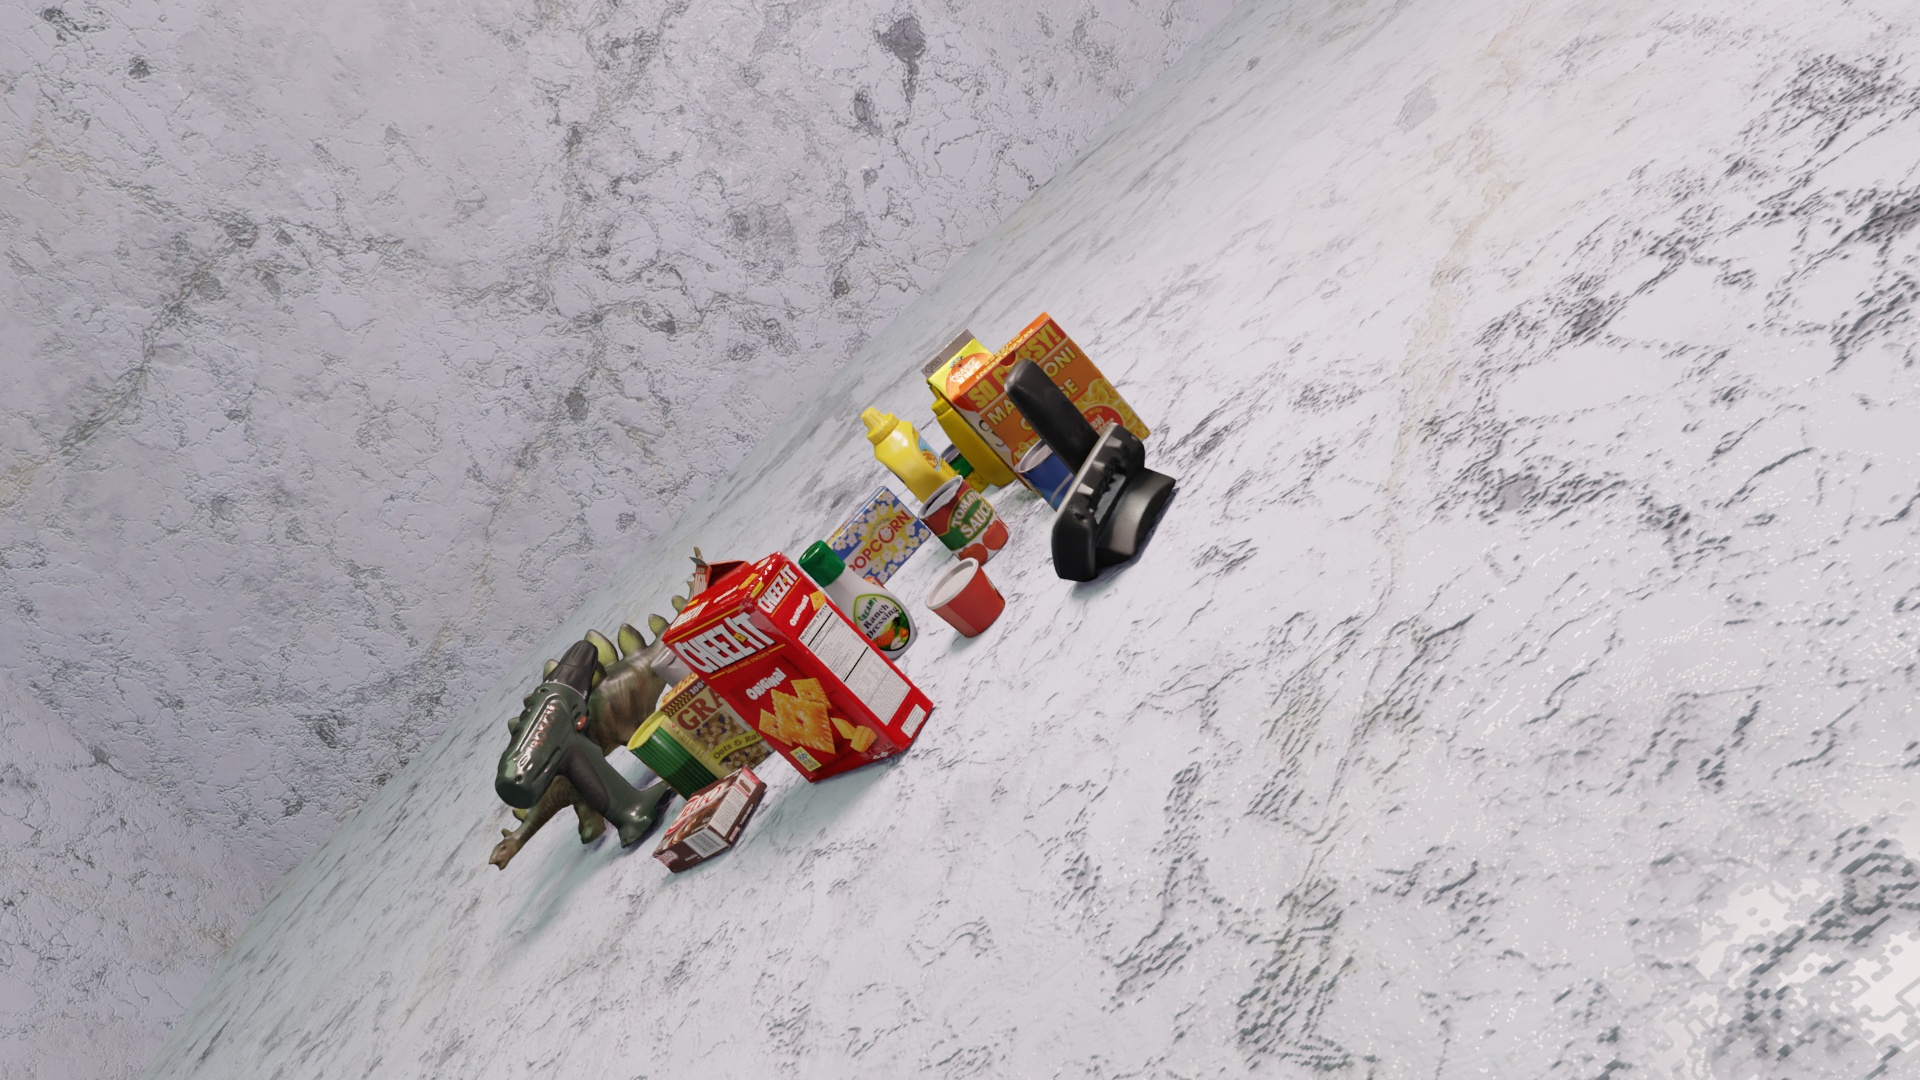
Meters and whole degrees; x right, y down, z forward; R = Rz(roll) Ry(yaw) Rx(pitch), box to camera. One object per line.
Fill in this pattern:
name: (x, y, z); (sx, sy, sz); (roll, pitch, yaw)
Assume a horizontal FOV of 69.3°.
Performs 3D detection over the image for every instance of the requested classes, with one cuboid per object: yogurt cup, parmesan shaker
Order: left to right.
parmesan shaker: (-0.323, 0.250, 1.595); (0.071, 0.103, 0.071); (-39, 17, 14)
yogurt cup: (0.007, 0.060, 1.381); (0.072, 0.054, 0.073); (-39, 17, 14)

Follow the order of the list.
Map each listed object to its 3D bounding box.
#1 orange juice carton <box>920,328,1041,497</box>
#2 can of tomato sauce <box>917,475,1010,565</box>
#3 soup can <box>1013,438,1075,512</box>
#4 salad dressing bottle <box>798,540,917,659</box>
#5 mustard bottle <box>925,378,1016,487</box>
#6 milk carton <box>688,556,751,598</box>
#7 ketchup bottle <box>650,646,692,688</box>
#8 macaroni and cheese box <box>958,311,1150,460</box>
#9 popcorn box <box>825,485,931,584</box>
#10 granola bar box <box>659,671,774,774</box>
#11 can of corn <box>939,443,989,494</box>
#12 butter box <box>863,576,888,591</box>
orange juice carton: (0.044, -0.144, 1.550); (0.072, 0.192, 0.073); (-44, 16, 0)
can of tomato sauce: (0.005, -0.019, 1.527); (0.071, 0.083, 0.071); (-39, 17, 14)
soup can: (0.106, -0.061, 1.394); (0.071, 0.083, 0.071); (-39, 17, 14)
salad dressing bottle: (-0.111, 0.063, 1.482); (0.064, 0.147, 0.044); (-46, 16, -9)
mustard bottle: (0.012, -0.137, 1.667); (0.048, 0.160, 0.066); (-30, 21, 38)
milk carton: (-0.255, 0.086, 1.687); (0.073, 0.190, 0.072); (-49, 17, -16)
ketchup bottle: (-0.294, 0.183, 1.611); (0.065, 0.148, 0.043); (-52, 18, -28)
macaroni and cheese box: (0.098, -0.136, 1.452); (0.123, 0.166, 0.040); (-41, 16, 9)
popcorn box: (-0.110, 0.005, 1.734); (0.127, 0.085, 0.038); (-47, 16, -10)
granola bar box: (-0.230, 0.170, 1.536); (0.165, 0.124, 0.039); (-40, 16, 11)
can of corn: (0.000, -0.085, 1.745); (0.071, 0.058, 0.071); (-39, 17, 14)
butter box: (-0.116, 0.095, 1.582); (0.104, 0.053, 0.024); (-52, 18, -28)
